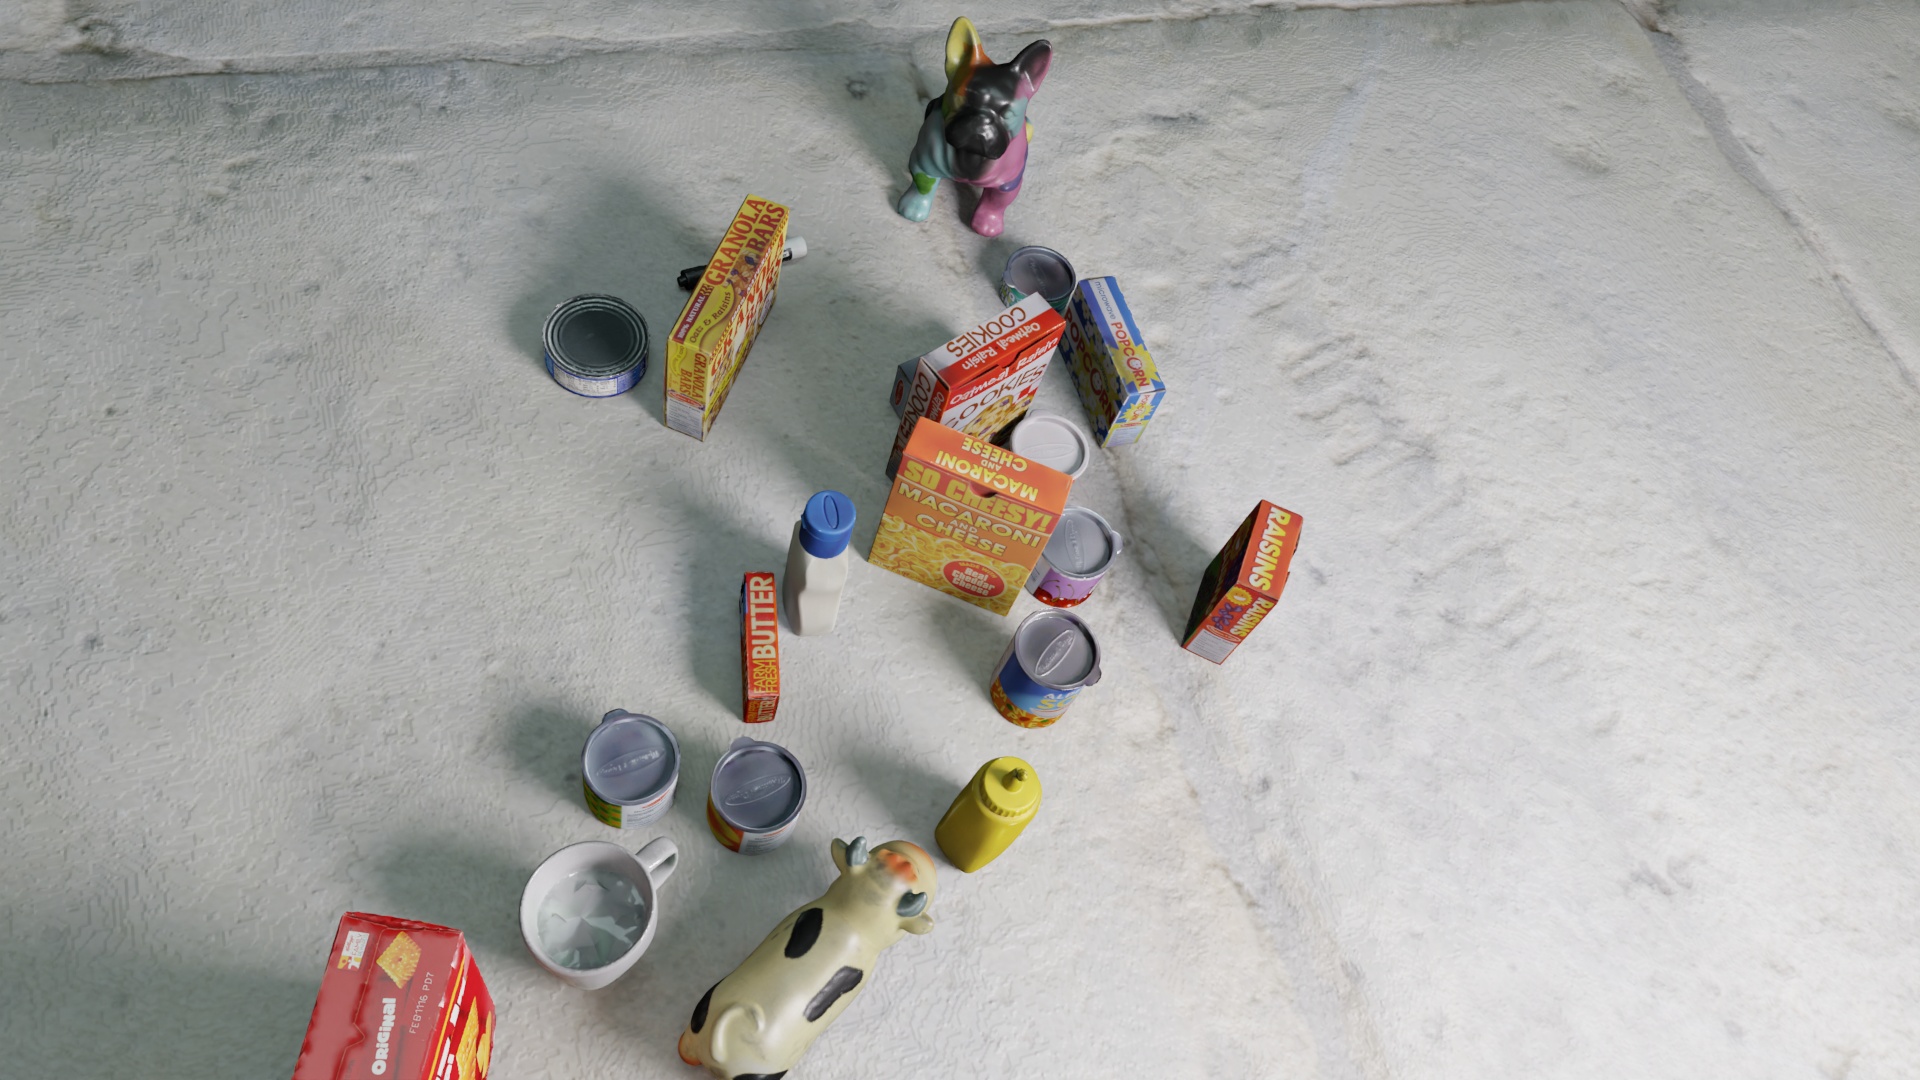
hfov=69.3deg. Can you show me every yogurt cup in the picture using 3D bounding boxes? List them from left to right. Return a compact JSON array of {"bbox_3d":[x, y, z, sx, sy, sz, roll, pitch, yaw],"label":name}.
[{"bbox_3d":[0.069,-0.065,1.172,0.072,0.053,0.073,6,60,-10],"label":"yogurt cup"}]

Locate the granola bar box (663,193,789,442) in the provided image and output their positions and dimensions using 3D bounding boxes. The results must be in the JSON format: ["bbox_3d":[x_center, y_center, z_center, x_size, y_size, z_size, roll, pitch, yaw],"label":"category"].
[{"bbox_3d":[-0.192,-0.182,1.133,0.039,0.123,0.166,21,58,-1],"label":"granola bar box"}]

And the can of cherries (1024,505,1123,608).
[{"bbox_3d":[0.090,0.015,1.128,0.071,0.058,0.072,6,60,-10],"label":"can of cherries"}]

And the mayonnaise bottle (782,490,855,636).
[{"bbox_3d":[-0.105,0.015,1.028,0.041,0.147,0.065,-6,63,-17],"label":"mayonnaise bottle"}]

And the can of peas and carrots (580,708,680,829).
[{"bbox_3d":[-0.231,0.160,0.968,0.071,0.058,0.071,6,60,-10],"label":"can of peas and carrots"}]

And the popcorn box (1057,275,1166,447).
[{"bbox_3d":[0.130,-0.157,1.220,0.038,0.084,0.127,-11,64,-19],"label":"popcorn box"}]

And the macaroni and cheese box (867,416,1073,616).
[{"bbox_3d":[0.004,-0.013,1.060,0.124,0.165,0.040,22,59,-1],"label":"macaroni and cheese box"}]

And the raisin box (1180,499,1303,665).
[{"bbox_3d":[0.225,0.035,1.112,0.040,0.122,0.086,24,58,1],"label":"raisin box"}]

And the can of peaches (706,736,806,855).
[{"bbox_3d":[-0.145,0.180,0.978,0.071,0.057,0.071,6,60,-10],"label":"can of peaches"}]

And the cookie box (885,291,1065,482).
[{"bbox_3d":[0.010,-0.112,1.118,0.123,0.166,0.040,-34,74,-27],"label":"cookie box"}]

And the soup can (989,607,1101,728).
[{"bbox_3d":[0.065,0.101,1.059,0.071,0.083,0.071,6,60,-10],"label":"soup can"}]

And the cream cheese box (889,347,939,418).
[{"bbox_3d":[-0.011,-0.145,1.198,0.104,0.053,0.024,-26,70,-25],"label":"cream cheese box"}]

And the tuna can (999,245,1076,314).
[{"bbox_3d":[0.068,-0.236,1.281,0.071,0.032,0.071,6,60,-10],"label":"tuna can"}]

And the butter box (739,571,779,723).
[{"bbox_3d":[-0.150,0.080,1.036,0.024,0.053,0.104,0,61,-13],"label":"butter box"}]

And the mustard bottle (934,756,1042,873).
[{"bbox_3d":[0.025,0.182,0.958,0.065,0.159,0.049,-36,75,-28],"label":"mustard bottle"}]
